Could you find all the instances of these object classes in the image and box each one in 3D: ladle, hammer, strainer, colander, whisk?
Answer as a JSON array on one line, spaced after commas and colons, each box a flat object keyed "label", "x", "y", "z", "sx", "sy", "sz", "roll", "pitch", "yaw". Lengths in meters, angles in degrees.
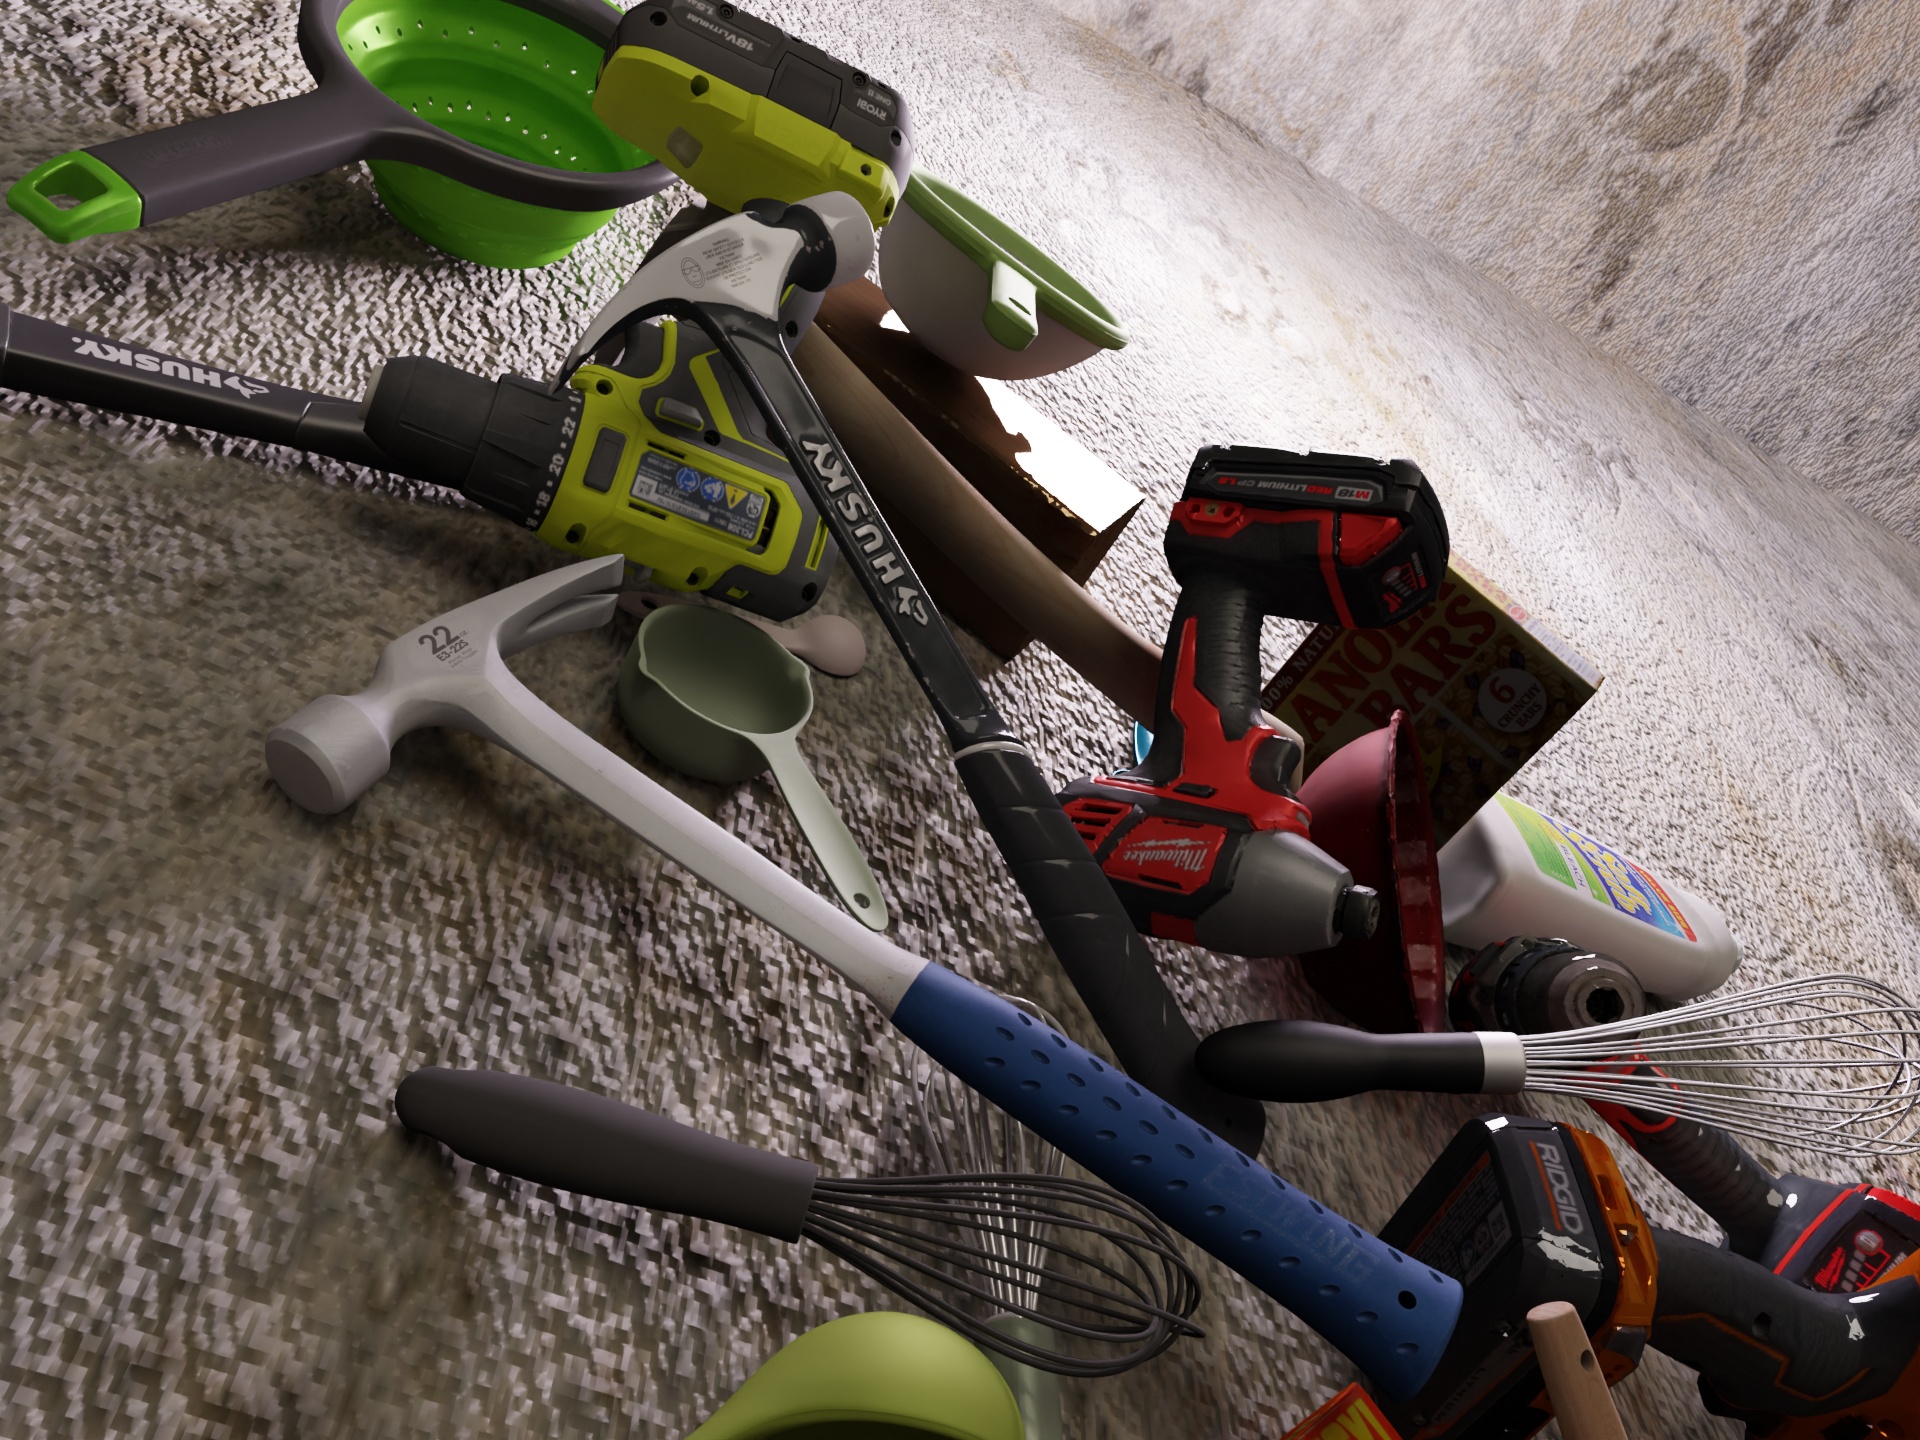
[{"label": "ladle", "x": -0.114, "y": 0.203, "z": 0.333, "sx": 0.320, "sy": 0.078, "sz": 0.062, "roll": -10, "pitch": 64, "yaw": -41}, {"label": "hammer", "x": -0.001, "y": -0.002, "z": 0.594, "sx": 0.149, "sy": 0.036, "sz": 0.409, "roll": -31, "pitch": 92, "yaw": -37}, {"label": "strainer", "x": 0.009, "y": -0.195, "z": 0.772, "sx": 0.151, "sy": 0.069, "sz": 0.256, "roll": 33, "pitch": 21, "yaw": -13}, {"label": "hammer", "x": -0.254, "y": -0.116, "z": 0.646, "sx": 0.334, "sy": 0.035, "sz": 0.146, "roll": 10, "pitch": 39, "yaw": -36}, {"label": "colander", "x": -0.282, "y": -0.268, "z": 0.779, "sx": 0.204, "sy": 0.094, "sz": 0.397, "roll": 37, "pitch": 41, "yaw": 5}, {"label": "whisk", "x": -0.045, "y": 0.138, "z": 0.451, "sx": 0.239, "sy": 0.055, "sz": 0.055, "roll": 15, "pitch": 33, "yaw": 0}, {"label": "hammer", "x": -0.022, "y": 0.078, "z": 0.523, "sx": 0.405, "sy": 0.035, "sz": 0.144, "roll": 33, "pitch": 46, "yaw": 10}, {"label": "hammer", "x": 0.001, "y": -0.085, "z": 0.782, "sx": 0.410, "sy": 0.146, "sz": 0.038, "roll": 42, "pitch": 29, "yaw": -2}, {"label": "whisk", "x": 0.228, "y": 0.126, "z": 0.581, "sx": 0.284, "sy": 0.070, "sz": 0.070, "roll": 0, "pitch": 37, "yaw": -1}, {"label": "whisk", "x": 0.015, "y": 0.183, "z": 0.495, "sx": 0.059, "sy": 0.057, "sz": 0.247, "roll": -5, "pitch": 41, "yaw": 1}]

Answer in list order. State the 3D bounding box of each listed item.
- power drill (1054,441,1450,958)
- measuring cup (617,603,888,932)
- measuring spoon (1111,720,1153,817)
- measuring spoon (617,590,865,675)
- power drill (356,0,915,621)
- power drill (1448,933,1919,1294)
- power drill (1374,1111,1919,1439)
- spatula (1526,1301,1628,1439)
[{"label": "power drill", "x": 0.131, "y": -0.005, "z": 0.683, "sx": 0.143, "sy": 0.220, "sz": 0.078, "roll": 11, "pitch": -21, "yaw": 30}, {"label": "measuring cup", "x": -0.079, "y": 0.025, "z": 0.622, "sx": 0.083, "sy": 0.038, "sz": 0.168, "roll": -3, "pitch": 50, "yaw": -46}, {"label": "measuring spoon", "x": 0.091, "y": 0.029, "z": 0.804, "sx": 0.042, "sy": 0.021, "sz": 0.129, "roll": 30, "pitch": 22, "yaw": -5}, {"label": "measuring spoon", "x": -0.095, "y": -0.046, "z": 0.717, "sx": 0.124, "sy": 0.018, "sz": 0.034, "roll": 11, "pitch": 39, "yaw": -33}, {"label": "power drill", "x": -0.123, "y": -0.173, "z": 0.657, "sx": 0.190, "sy": 0.080, "sz": 0.228, "roll": 20, "pitch": 78, "yaw": -22}, {"label": "power drill", "x": 0.317, "y": 0.179, "z": 0.686, "sx": 0.227, "sy": 0.080, "sz": 0.187, "roll": 42, "pitch": -3, "yaw": 12}, {"label": "power drill", "x": 0.266, "y": 0.233, "z": 0.579, "sx": 0.226, "sy": 0.164, "sz": 0.084, "roll": 15, "pitch": 35, "yaw": -9}, {"label": "spatula", "x": 0.207, "y": 0.304, "z": 0.406, "sx": 0.059, "sy": 0.018, "sz": 0.316, "roll": -15, "pitch": 83, "yaw": -38}]
